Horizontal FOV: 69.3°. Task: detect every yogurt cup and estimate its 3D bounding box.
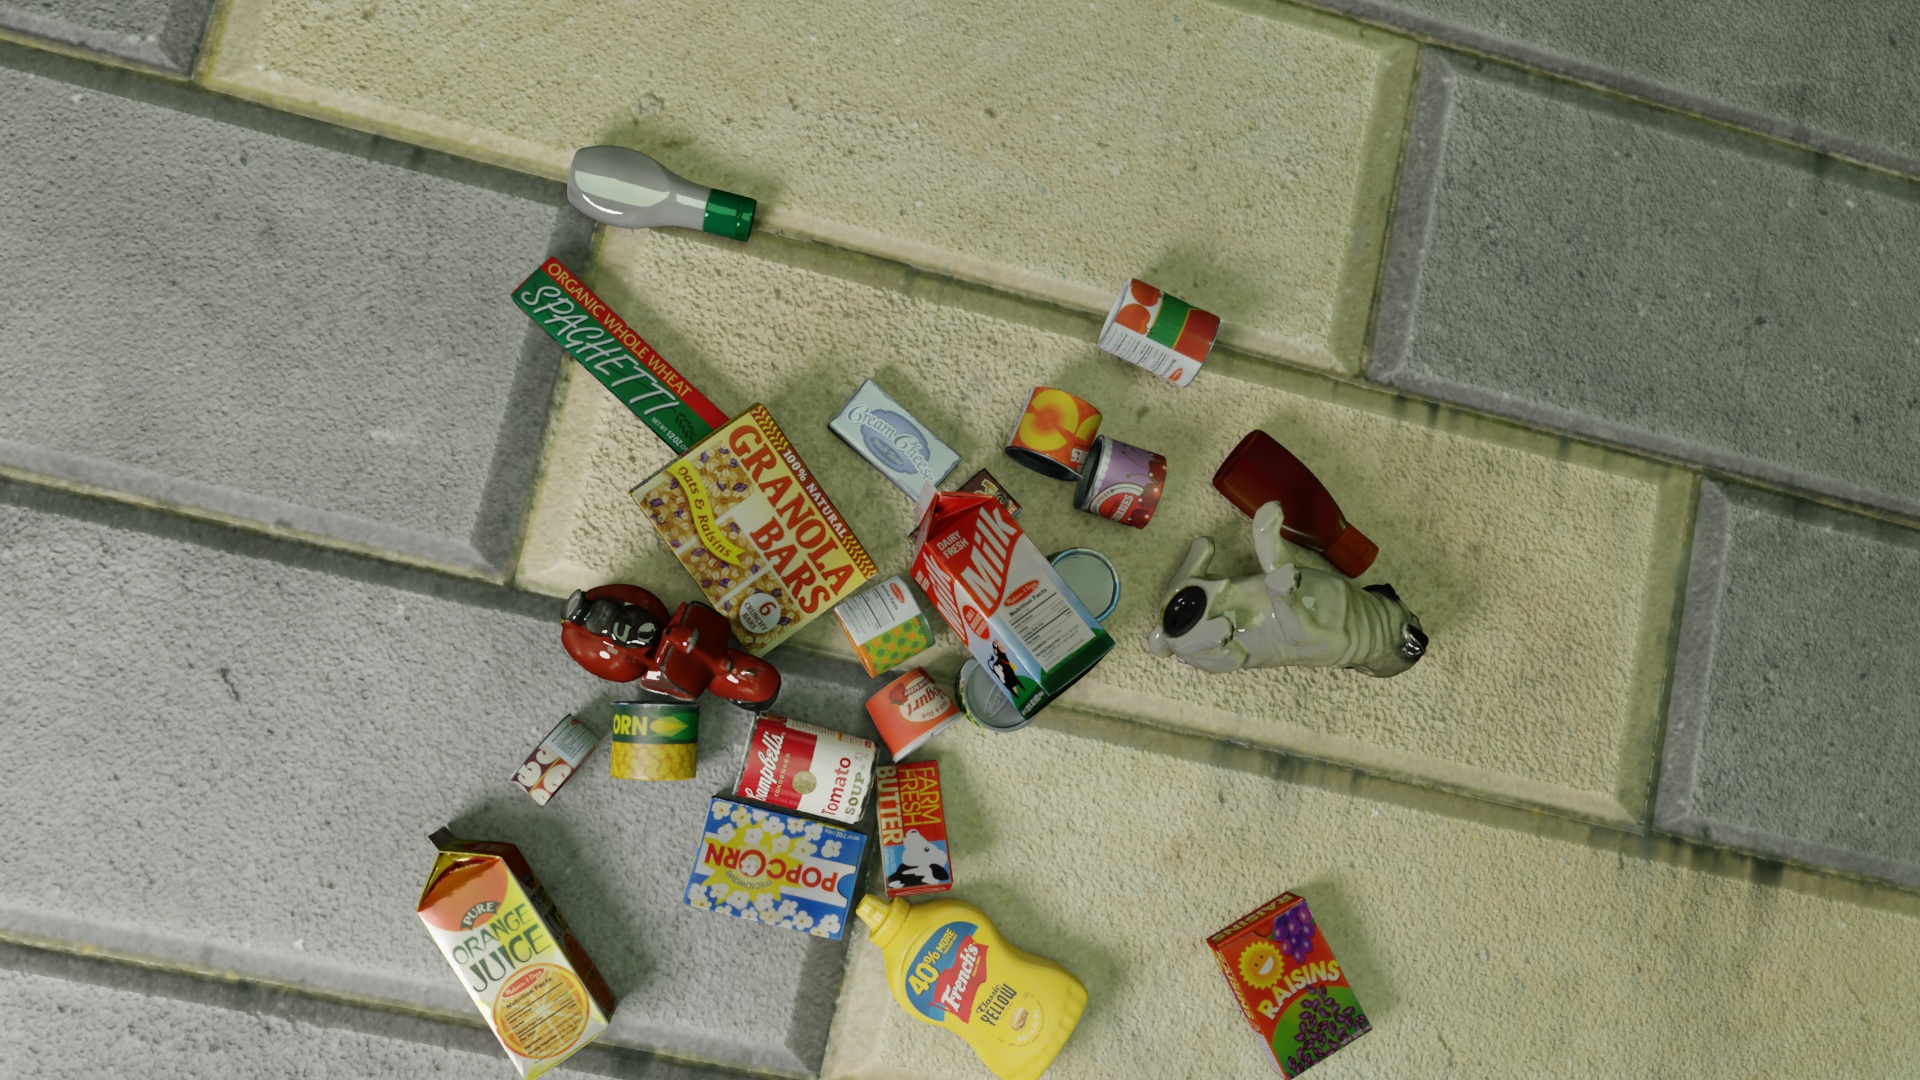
[{"bbox_3d":[-0.039,0.137,1.112,0.072,0.072,0.054,-33,82,-10],"label":"yogurt cup"}]

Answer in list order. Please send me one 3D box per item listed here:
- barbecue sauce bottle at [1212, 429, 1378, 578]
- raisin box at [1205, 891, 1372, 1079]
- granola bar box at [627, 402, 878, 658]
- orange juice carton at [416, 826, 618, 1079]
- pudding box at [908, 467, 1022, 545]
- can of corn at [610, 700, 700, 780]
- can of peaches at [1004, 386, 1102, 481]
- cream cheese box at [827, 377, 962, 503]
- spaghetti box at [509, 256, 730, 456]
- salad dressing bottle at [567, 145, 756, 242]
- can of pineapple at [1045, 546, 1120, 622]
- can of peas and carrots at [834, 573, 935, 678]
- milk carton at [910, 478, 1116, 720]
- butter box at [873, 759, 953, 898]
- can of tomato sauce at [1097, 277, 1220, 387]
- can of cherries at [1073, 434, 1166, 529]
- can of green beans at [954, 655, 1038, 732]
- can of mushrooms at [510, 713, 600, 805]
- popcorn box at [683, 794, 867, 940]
[{"bbox_3d":[0.290,-0.027,1.189,0.148,0.043,0.065,39,80,-3],"label":"barbecue sauce bottle"},{"bbox_3d":[0.270,0.366,1.146,0.086,0.040,0.123,-27,88,-9],"label":"raisin box"},{"bbox_3d":[-0.162,-0.008,1.099,0.124,0.039,0.165,-36,107,-10],"label":"granola bar box"},{"bbox_3d":[-0.342,0.298,1.045,0.073,0.071,0.192,-33,90,-10],"label":"orange juice carton"},{"bbox_3d":[0.004,-0.014,1.151,0.084,0.030,0.049,-42,92,-10],"label":"pudding box"},{"bbox_3d":[-0.239,0.155,1.077,0.071,0.071,0.058,3,85,-8],"label":"can of corn"},{"bbox_3d":[0.080,-0.088,1.152,0.071,0.071,0.058,23,81,-6],"label":"can of peaches"},{"bbox_3d":[-0.055,-0.081,1.152,0.104,0.024,0.053,41,80,-3],"label":"cream cheese box"},{"bbox_3d":[-0.256,-0.128,1.125,0.250,0.028,0.050,43,80,-2],"label":"spaghetti box"},{"bbox_3d":[-0.243,-0.280,1.136,0.148,0.044,0.064,13,80,-8],"label":"salad dressing bottle"},{"bbox_3d":[0.093,0.041,1.144,0.071,0.058,0.071,1,84,-8],"label":"can of pineapple"},{"bbox_3d":[-0.060,0.071,1.116,0.059,0.071,0.071,-28,89,-10],"label":"can of peas and carrots"},{"bbox_3d":[0.026,0.037,1.080,0.074,0.072,0.191,-34,79,-23],"label":"milk carton"},{"bbox_3d":[-0.039,0.228,1.104,0.053,0.024,0.104,-4,62,-8],"label":"butter box"},{"bbox_3d":[0.168,-0.178,1.176,0.083,0.071,0.071,24,81,-5],"label":"can of tomato sauce"},{"bbox_3d":[0.133,-0.046,1.154,0.058,0.071,0.071,18,82,-7],"label":"can of cherries"},{"bbox_3d":[0.031,0.121,1.126,0.071,0.057,0.071,1,84,-8],"label":"can of green beans"},{"bbox_3d":[-0.312,0.170,1.067,0.033,0.071,0.071,41,80,-4],"label":"can of mushrooms"},{"bbox_3d":[-0.146,0.257,1.096,0.127,0.038,0.085,15,81,-6],"label":"popcorn box"}]
